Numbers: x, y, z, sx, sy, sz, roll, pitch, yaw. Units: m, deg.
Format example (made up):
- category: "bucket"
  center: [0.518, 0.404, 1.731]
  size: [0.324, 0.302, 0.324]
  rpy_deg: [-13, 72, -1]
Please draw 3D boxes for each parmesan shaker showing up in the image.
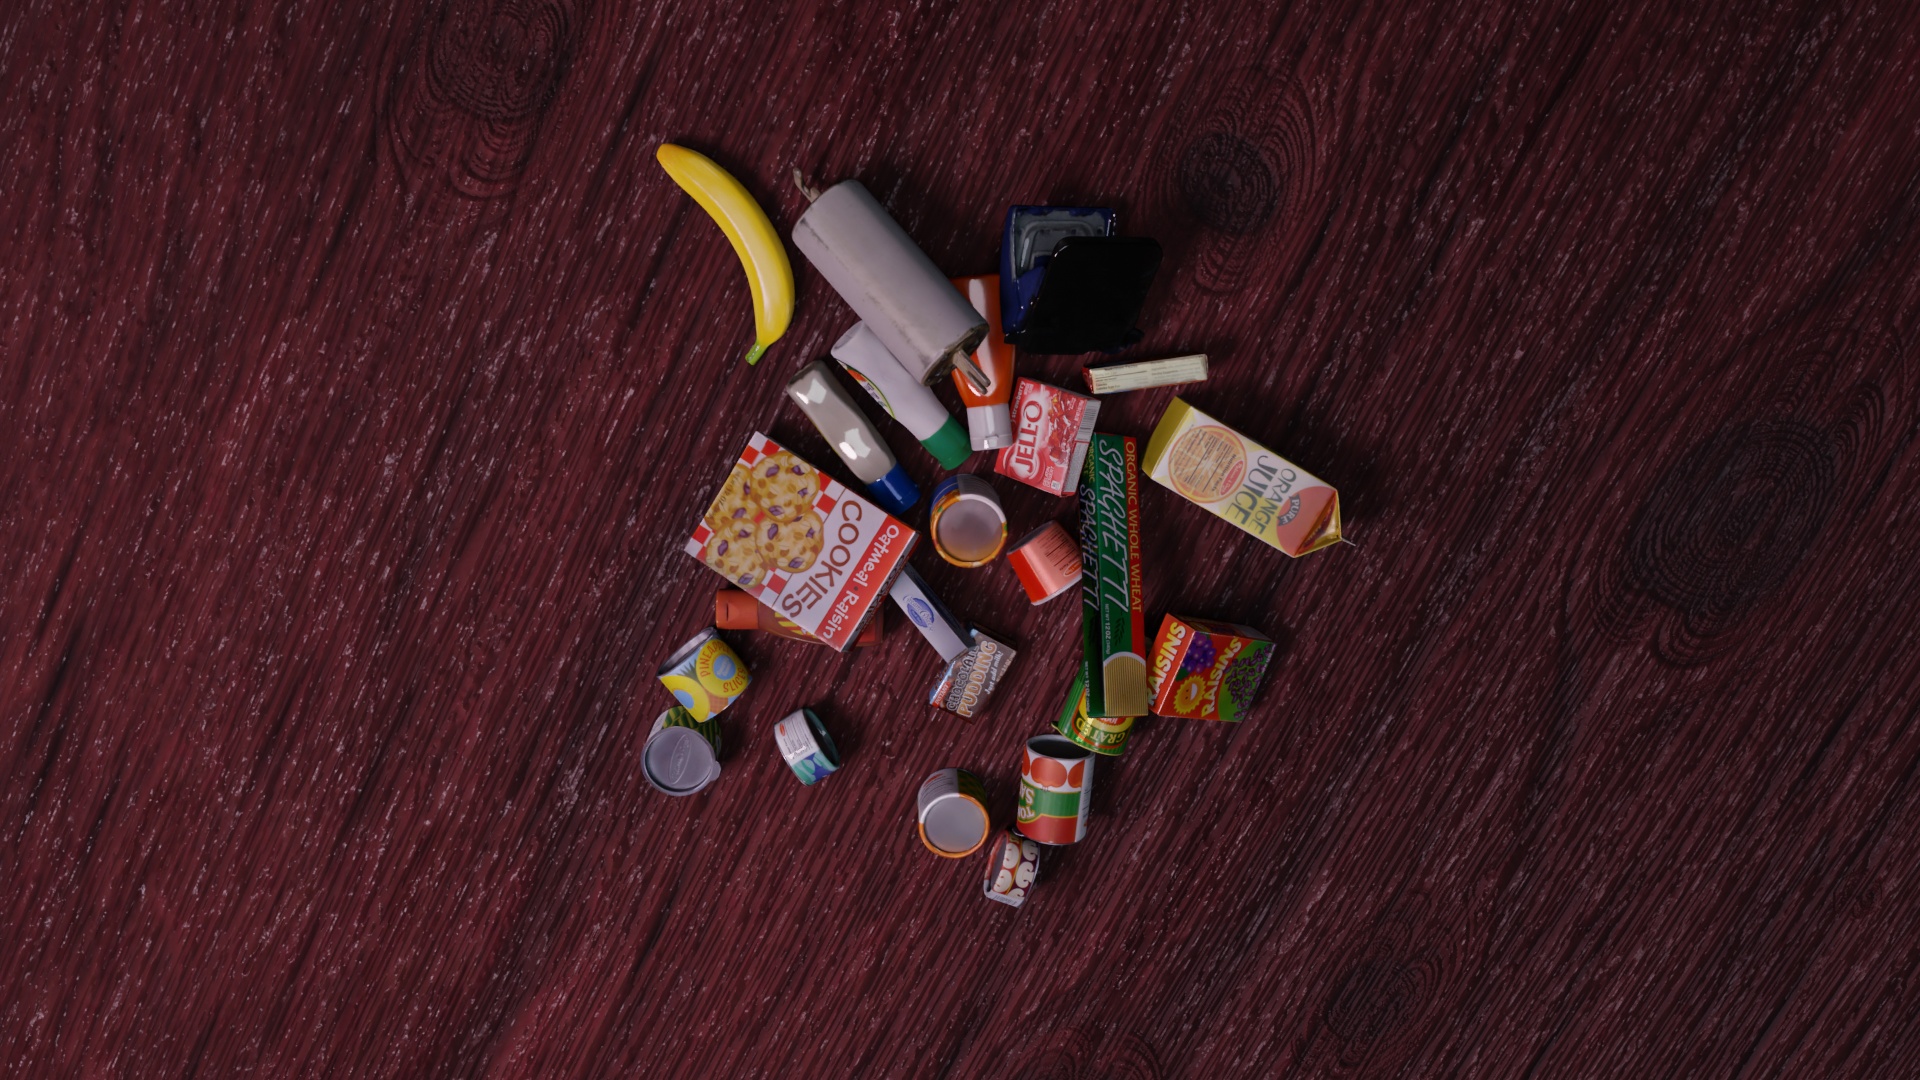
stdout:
- category: "parmesan shaker"
  center: [0.133, 0.134, 1.266]
  size: [0.071, 0.071, 0.103]
  rpy_deg: [18, 101, -7]

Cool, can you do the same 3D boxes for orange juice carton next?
- category: "orange juice carton"
  center: [0.260, -0.048, 1.228]
  size: [0.193, 0.072, 0.073]
  rpy_deg: [28, 100, -9]

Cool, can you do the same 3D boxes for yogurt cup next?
- category: "yogurt cup"
  center: [0.078, 0.018, 1.238]
  size: [0.072, 0.072, 0.054]
  rpy_deg: [-35, 95, 5]

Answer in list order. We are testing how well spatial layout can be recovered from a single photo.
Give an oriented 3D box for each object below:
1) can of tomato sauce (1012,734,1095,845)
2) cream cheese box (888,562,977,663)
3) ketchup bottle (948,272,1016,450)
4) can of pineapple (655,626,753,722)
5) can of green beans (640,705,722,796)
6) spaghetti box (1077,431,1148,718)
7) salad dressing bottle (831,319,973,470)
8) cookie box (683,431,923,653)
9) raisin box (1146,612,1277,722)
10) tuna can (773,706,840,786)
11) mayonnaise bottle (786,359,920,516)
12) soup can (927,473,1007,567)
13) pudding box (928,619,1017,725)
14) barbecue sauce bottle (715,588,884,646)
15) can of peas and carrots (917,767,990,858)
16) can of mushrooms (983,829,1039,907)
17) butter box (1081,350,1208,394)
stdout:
- category: "can of tomato sauce"
  center: [0.086, 0.229, 1.285]
  size: [0.071, 0.071, 0.083]
  rpy_deg: [4, 102, -4]
- category: "cream cheese box"
  center: [-0.030, 0.062, 1.231]
  size: [0.024, 0.053, 0.104]
  rpy_deg: [-41, 82, 6]
- category: "ketchup bottle"
  center: [0.019, -0.153, 1.194]
  size: [0.065, 0.043, 0.148]
  rpy_deg: [-6, 95, 1]
- category: "can of pineapple"
  center: [-0.227, 0.119, 1.240]
  size: [0.071, 0.071, 0.058]
  rpy_deg: [-37, 103, 6]
- category: "can of green beans"
  center: [-0.252, 0.190, 1.260]
  size: [0.071, 0.058, 0.071]
  rpy_deg: [-1, 103, -3]
- category: "spaghetti box"
  center: [0.131, 0.029, 1.208]
  size: [0.050, 0.028, 0.250]
  rpy_deg: [4, 81, -34]
- category: "salad dressing bottle"
  center: [-0.047, -0.124, 1.201]
  size: [0.044, 0.064, 0.147]
  rpy_deg: [-45, 109, -3]
- category: "cookie box"
  center: [-0.135, 0.002, 1.202]
  size: [0.167, 0.040, 0.123]
  rpy_deg: [32, 92, 9]
- category: "raisin box"
  center: [0.220, 0.115, 1.249]
  size: [0.123, 0.040, 0.086]
  rpy_deg: [10, 107, -42]
- category: "tuna can"
  center: [-0.139, 0.188, 1.264]
  size: [0.033, 0.071, 0.071]
  rpy_deg: [-30, 103, 4]
- category: "mayonnaise bottle"
  center: [-0.092, -0.087, 1.205]
  size: [0.041, 0.065, 0.148]
  rpy_deg: [-36, 106, 5]
- category: "soup can"
  center: [0.004, -0.015, 1.215]
  size: [0.071, 0.084, 0.071]
  rpy_deg: [-1, 104, -3]
- category: "pudding box"
  center: [0.011, 0.121, 1.274]
  size: [0.049, 0.030, 0.083]
  rpy_deg: [29, 100, -8]
- category: "barbecue sauce bottle"
  center: [-0.143, 0.062, 1.245]
  size: [0.149, 0.044, 0.064]
  rpy_deg: [1, 98, -3]
- category: "can of peas and carrots"
  center: [-0.005, 0.255, 1.289]
  size: [0.071, 0.059, 0.070]
  rpy_deg: [-1, 104, -3]
- category: "can of mushrooms"
  center: [0.048, 0.304, 1.301]
  size: [0.033, 0.071, 0.071]
  rpy_deg: [19, 102, -7]
- category: "butter box"
  center: [0.160, -0.146, 1.209]
  size: [0.103, 0.053, 0.024]
  rpy_deg: [-8, 101, -2]
